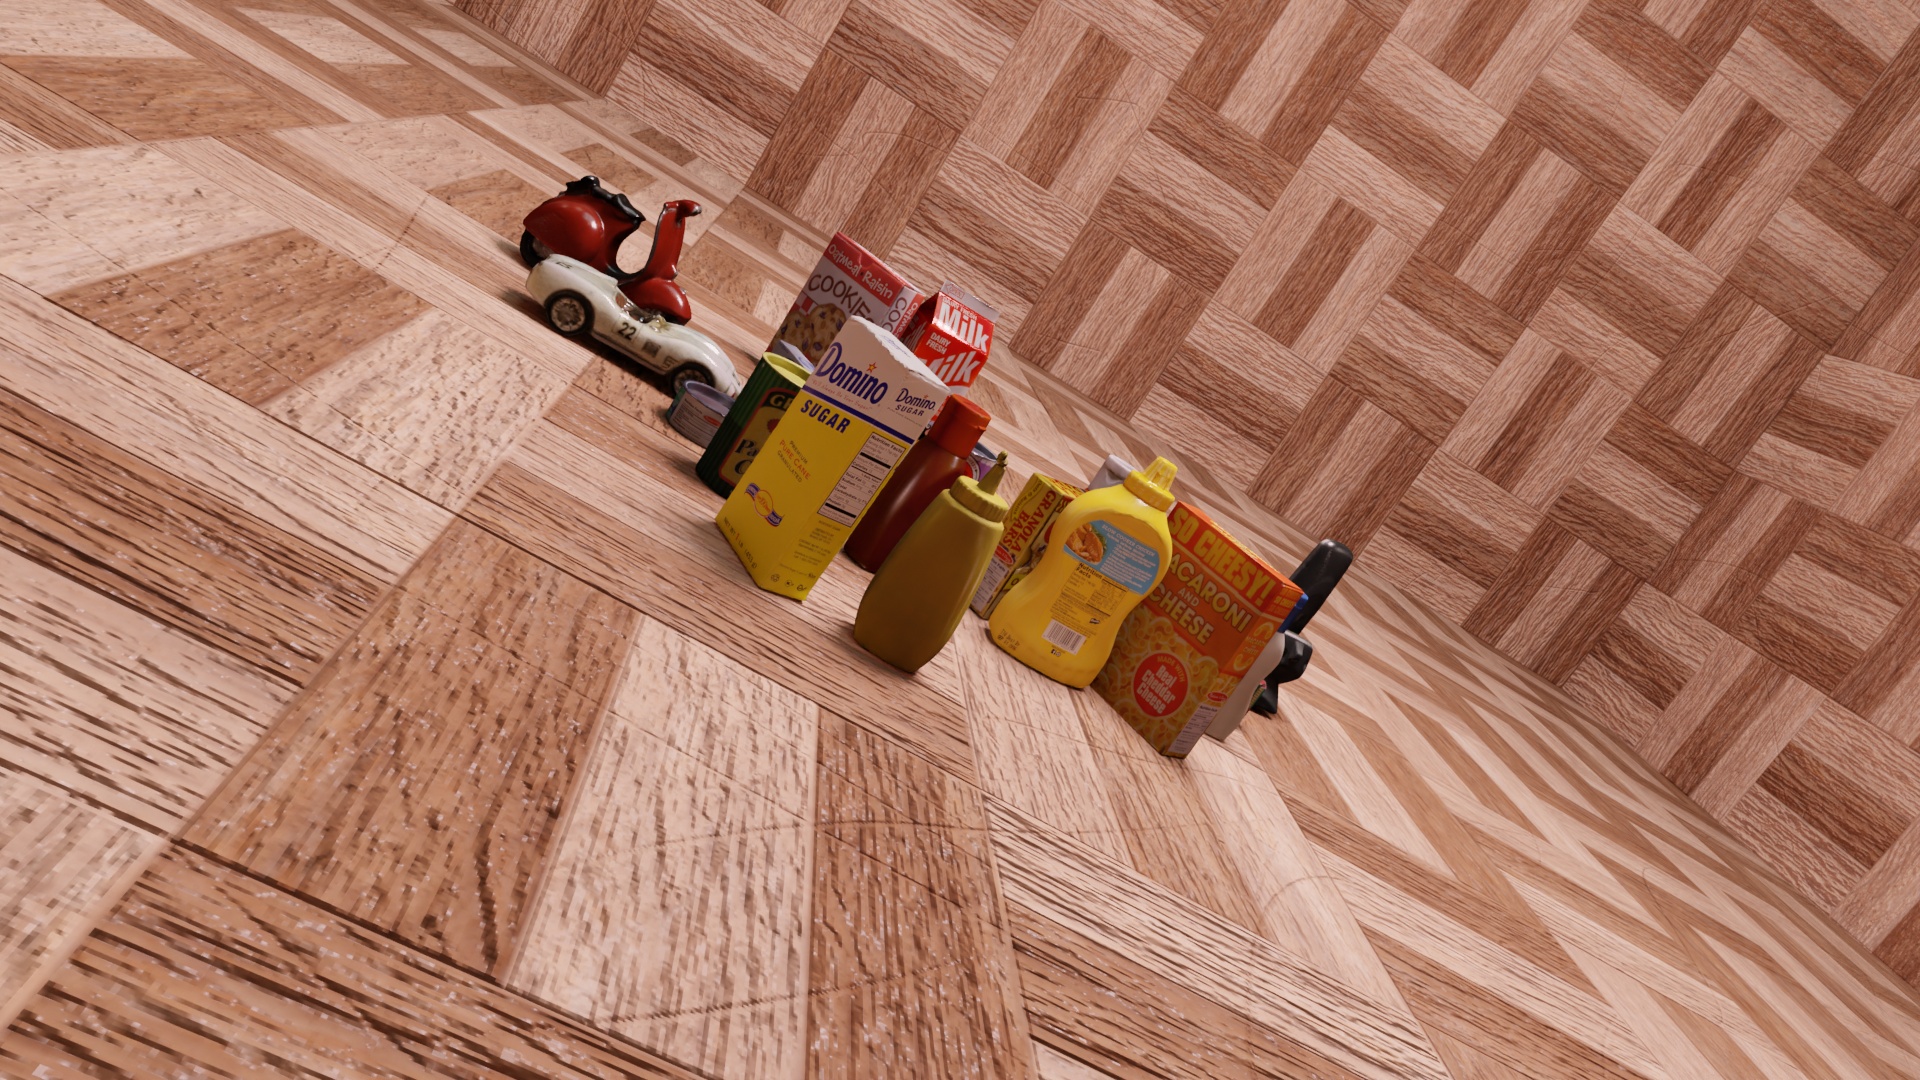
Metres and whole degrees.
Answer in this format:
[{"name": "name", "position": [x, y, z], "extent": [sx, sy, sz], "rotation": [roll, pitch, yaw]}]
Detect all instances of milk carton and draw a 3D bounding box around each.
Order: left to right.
[{"name": "milk carton", "position": [-0.036, -0.168, 1.420], "extent": [0.072, 0.190, 0.074], "rotation": [27, 14, -24]}]

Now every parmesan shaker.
[{"name": "parmesan shaker", "position": [-0.143, -0.079, 1.045], "extent": [0.071, 0.103, 0.071], "rotation": [31, 13, -8]}]

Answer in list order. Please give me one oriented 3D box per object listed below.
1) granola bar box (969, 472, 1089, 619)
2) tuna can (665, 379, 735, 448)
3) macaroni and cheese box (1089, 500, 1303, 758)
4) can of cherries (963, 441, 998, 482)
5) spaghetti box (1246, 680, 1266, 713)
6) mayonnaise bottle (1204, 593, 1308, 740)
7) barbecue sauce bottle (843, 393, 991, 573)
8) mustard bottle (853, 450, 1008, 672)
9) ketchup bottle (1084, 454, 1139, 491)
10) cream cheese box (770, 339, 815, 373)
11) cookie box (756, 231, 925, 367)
[{"name": "granola bar box", "position": [0.086, 0.016, 1.188], "extent": [0.039, 0.124, 0.165], "rotation": [42, 16, 33]}, {"name": "tuna can", "position": [-0.203, -0.100, 1.132], "extent": [0.071, 0.032, 0.071], "rotation": [31, 13, -8]}, {"name": "macaroni and cheese box", "position": [0.178, 0.071, 1.115], "extent": [0.040, 0.166, 0.124], "rotation": [18, 19, -49]}, {"name": "can of cherries", "position": [-0.002, -0.077, 1.464], "extent": [0.071, 0.058, 0.072], "rotation": [31, 13, -8]}, {"name": "spaghetti box", "position": [0.176, 0.082, 1.324], "extent": [0.250, 0.050, 0.029], "rotation": [37, 13, 16]}, {"name": "mayonnaise bottle", "position": [0.245, 0.100, 1.209], "extent": [0.065, 0.147, 0.041], "rotation": [31, 13, -11]}, {"name": "barbecue sauce bottle", "position": [-0.030, -0.043, 1.077], "extent": [0.044, 0.148, 0.065], "rotation": [40, 14, 27]}, {"name": "mustard bottle", "position": [-0.009, 0.009, 0.914], "extent": [0.065, 0.160, 0.049], "rotation": [33, 13, -2]}, {"name": "ketchup bottle", "position": [0.112, -0.009, 1.286], "extent": [0.065, 0.148, 0.043], "rotation": [37, 13, 17]}, {"name": "cream cheese box", "position": [-0.164, -0.151, 1.362], "extent": [0.024, 0.053, 0.104], "rotation": [22, 17, -40]}, {"name": "cookie box", "position": [-0.126, -0.217, 1.437], "extent": [0.123, 0.167, 0.040], "rotation": [42, 15, 34]}]
